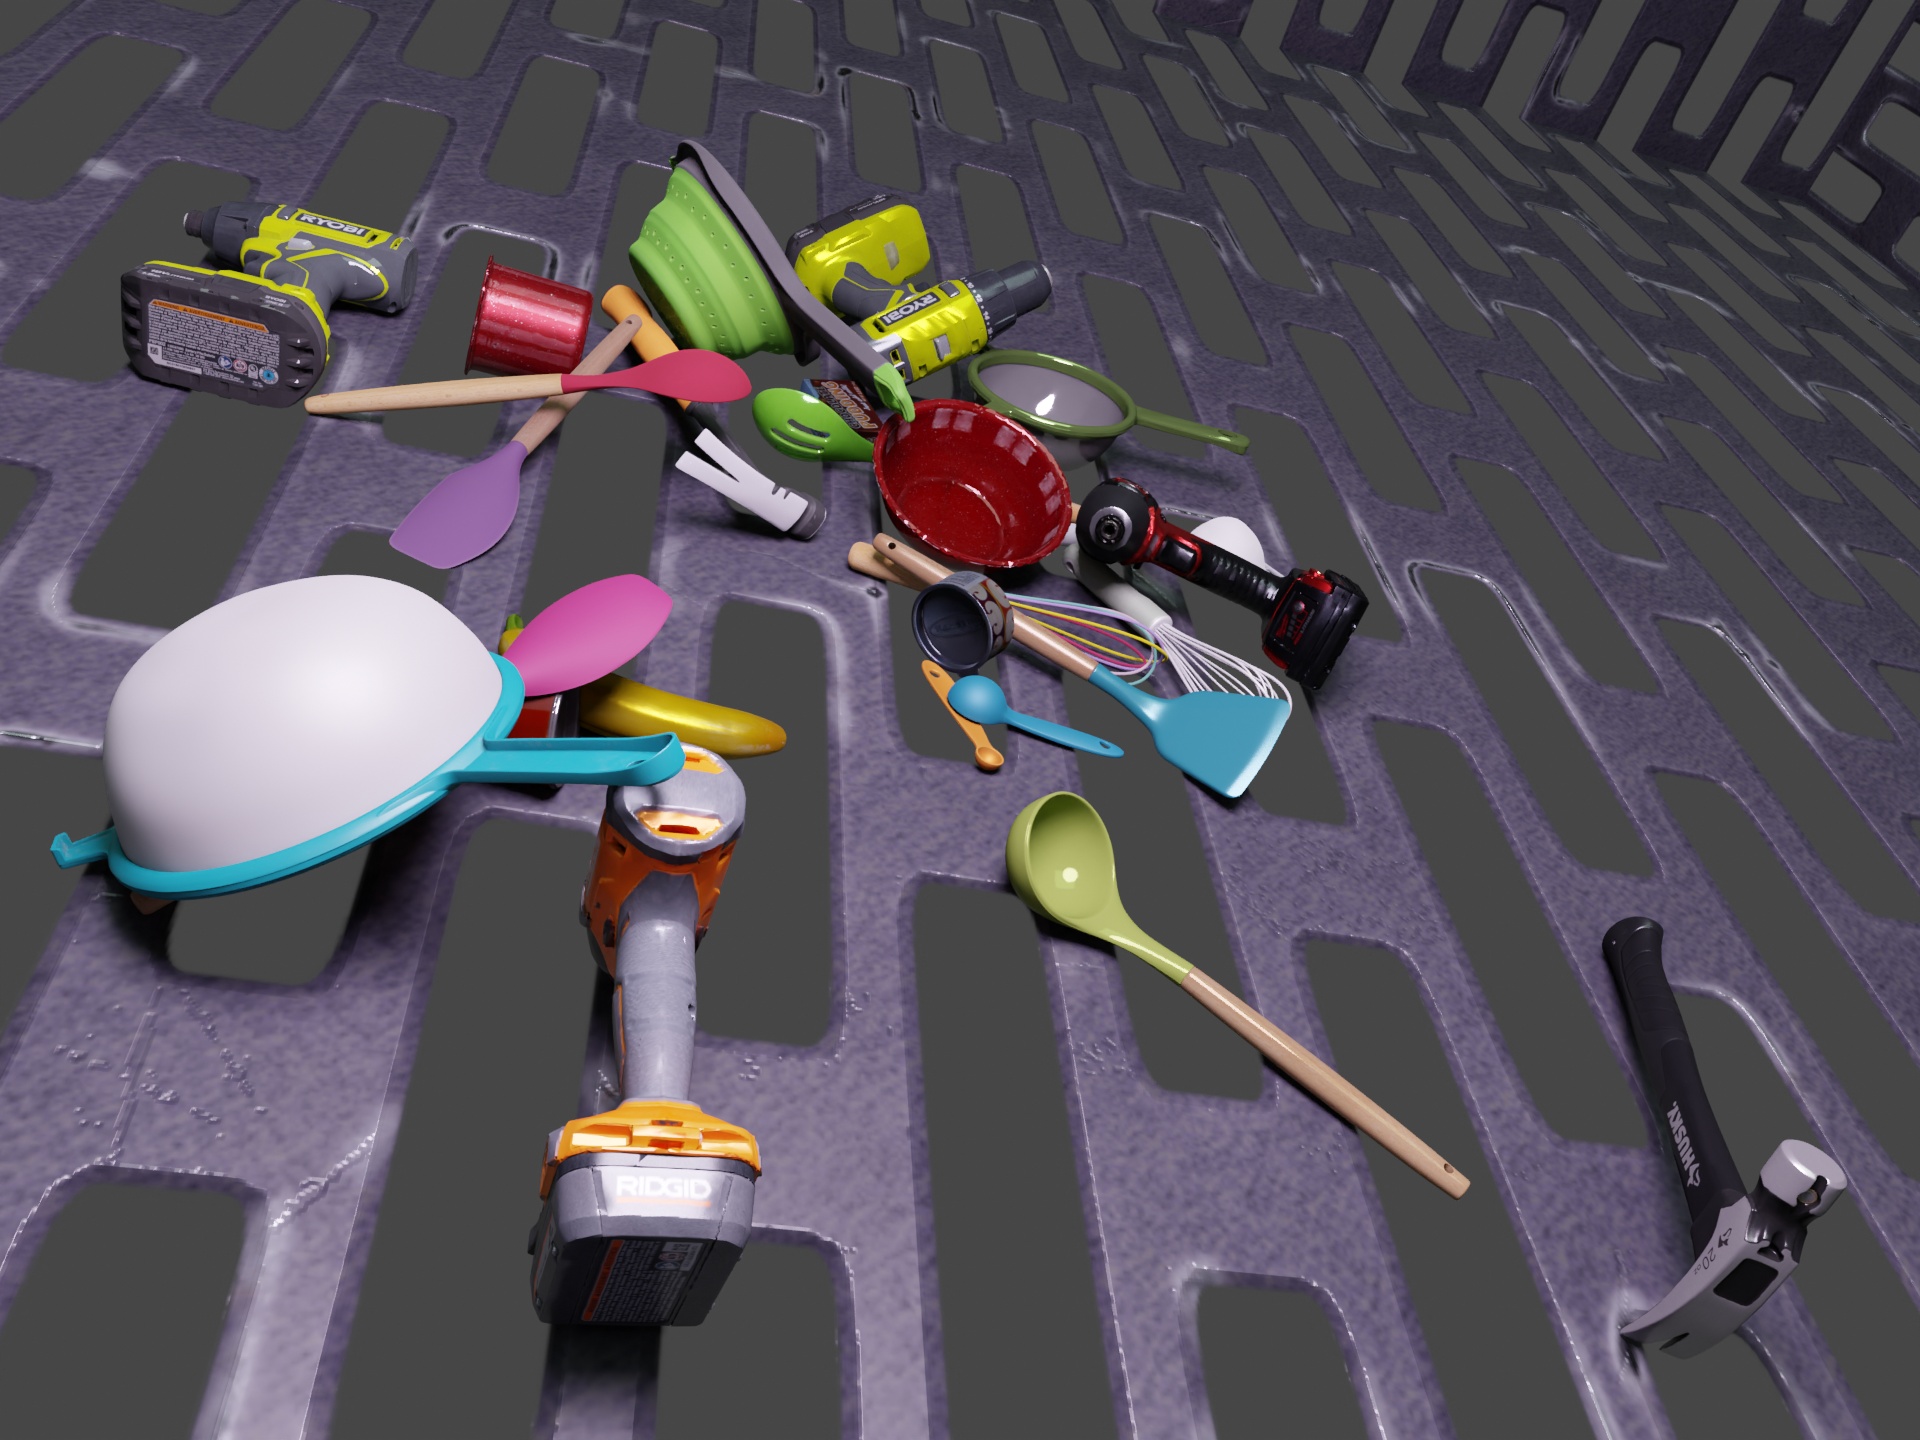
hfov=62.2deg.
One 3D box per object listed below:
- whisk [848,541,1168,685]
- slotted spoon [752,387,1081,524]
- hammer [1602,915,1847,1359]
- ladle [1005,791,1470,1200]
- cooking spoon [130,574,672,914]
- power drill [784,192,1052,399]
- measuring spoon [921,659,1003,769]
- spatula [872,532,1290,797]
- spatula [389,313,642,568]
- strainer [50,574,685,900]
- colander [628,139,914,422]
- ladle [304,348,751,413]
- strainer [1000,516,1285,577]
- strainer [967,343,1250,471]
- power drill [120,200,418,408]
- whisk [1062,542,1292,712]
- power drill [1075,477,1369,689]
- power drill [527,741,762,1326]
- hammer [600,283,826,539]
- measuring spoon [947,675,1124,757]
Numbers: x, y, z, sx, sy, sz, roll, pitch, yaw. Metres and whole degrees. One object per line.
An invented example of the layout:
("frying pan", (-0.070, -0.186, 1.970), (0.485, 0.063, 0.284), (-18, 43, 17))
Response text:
("whisk", (0.034, -0.081, 1.163), (0.245, 0.051, 0.047), (19, 15, 6))
("slotted spoon", (-0.017, -0.200, 1.279), (0.313, 0.070, 0.031), (14, 56, -16))
("hammer", (0.408, 0.212, 0.912), (0.035, 0.146, 0.335), (23, 25, 3))
("ladle", (0.154, 0.154, 0.900), (0.320, 0.062, 0.078), (37, 42, 18))
("cooking spoon", (-0.285, 0.005, 0.842), (0.069, 0.017, 0.319), (34, 56, 28))
("power drill", (-0.044, -0.385, 1.414), (0.190, 0.080, 0.229), (-28, 45, -10))
("measuring spoon", (-0.002, -0.003, 1.068), (0.021, 0.011, 0.117), (5, 35, -33))
("spatula", (0.073, -0.052, 1.115), (0.317, 0.044, 0.082), (31, 73, 8))
("spatula", (-0.303, -0.209, 1.144), (0.060, 0.018, 0.316), (24, 47, 0))
("strainer", (-0.275, -0.013, 0.742), (0.340, 0.095, 0.211), (0, 33, 32))
("colander", (-0.168, -0.321, 1.274), (0.094, 0.204, 0.398), (-35, 50, -8))
("ladle", (-0.308, -0.236, 1.131), (0.315, 0.031, 0.069), (-5, 34, 0))
("strainer", (0.156, -0.147, 1.299), (0.258, 0.050, 0.087), (3, 24, -17))
("strainer", (0.122, -0.248, 1.384), (0.256, 0.069, 0.152), (12, 34, -11))
("power drill", (-0.520, -0.322, 1.181), (0.171, 0.080, 0.223), (13, 33, -8))
("whisk", (0.154, -0.064, 1.187), (0.059, 0.057, 0.247), (-34, 52, -13))
("power drill", (0.187, -0.112, 1.191), (0.219, 0.078, 0.143), (28, 14, 3))
("power drill", (-0.141, 0.145, 0.711), (0.084, 0.164, 0.227), (8, 51, -16))
("hammer", (-0.219, -0.260, 1.243), (0.127, 0.034, 0.337), (28, 18, -46))
("measuring spoon", (0.054, -0.004, 1.075), (0.128, 0.021, 0.042), (19, 29, -9))
